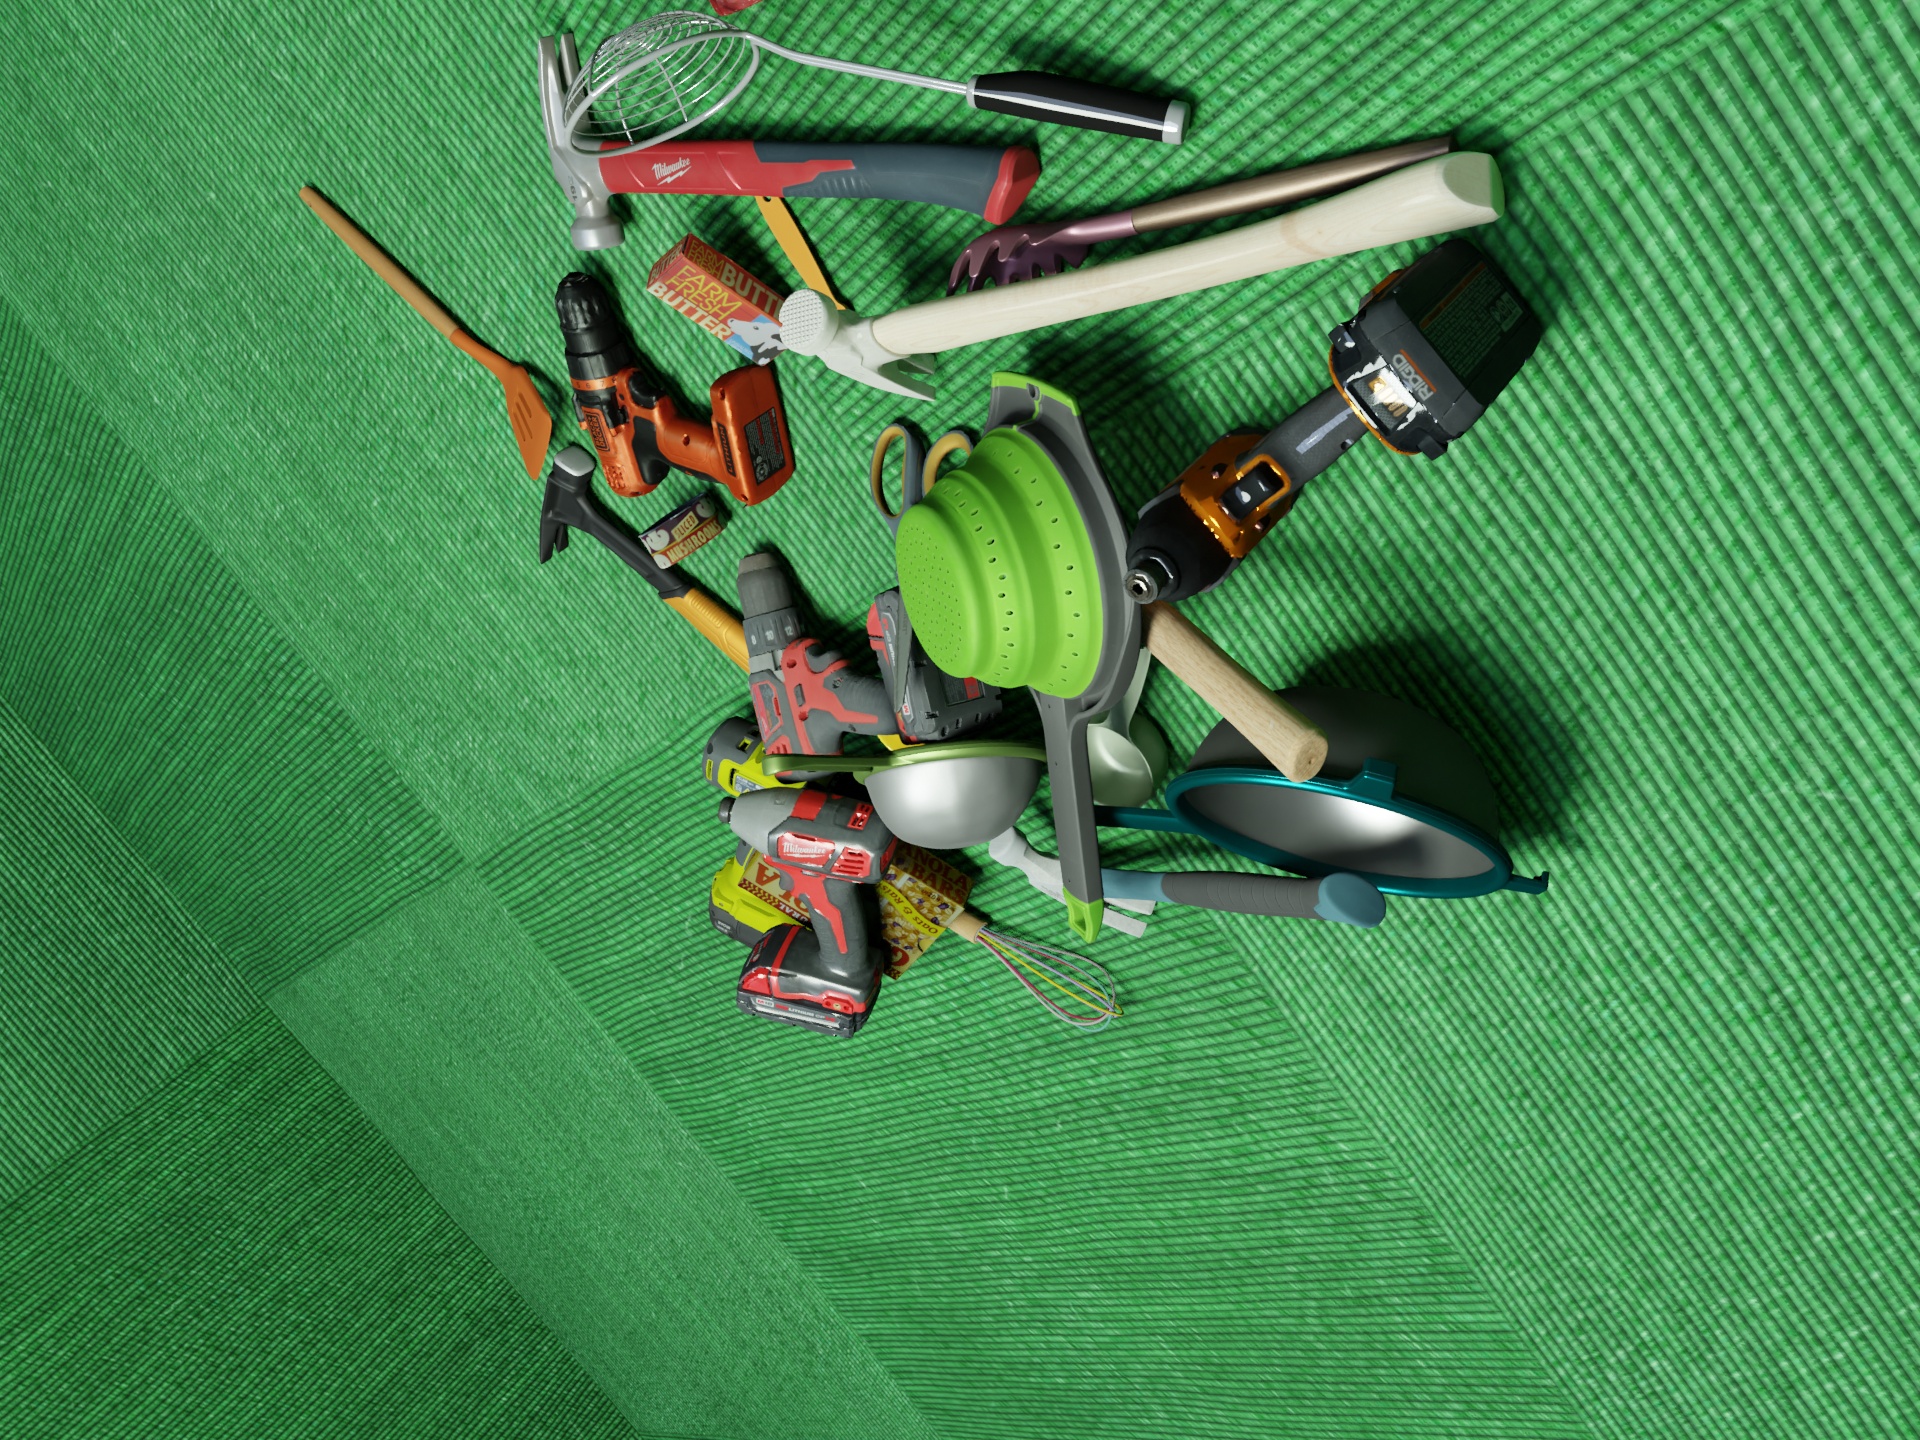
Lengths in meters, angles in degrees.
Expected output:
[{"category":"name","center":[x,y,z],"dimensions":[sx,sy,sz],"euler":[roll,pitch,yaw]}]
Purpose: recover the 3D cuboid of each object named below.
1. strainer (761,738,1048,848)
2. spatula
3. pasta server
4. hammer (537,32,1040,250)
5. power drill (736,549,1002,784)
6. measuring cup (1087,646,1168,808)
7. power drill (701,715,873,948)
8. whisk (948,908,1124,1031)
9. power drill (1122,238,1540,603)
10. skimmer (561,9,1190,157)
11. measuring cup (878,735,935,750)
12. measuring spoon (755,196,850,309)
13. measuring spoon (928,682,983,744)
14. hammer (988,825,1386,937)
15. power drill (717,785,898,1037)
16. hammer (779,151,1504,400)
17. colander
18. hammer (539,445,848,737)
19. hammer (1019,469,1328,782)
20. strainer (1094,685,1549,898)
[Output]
[{"category":"strainer","center":[-0.039,0.058,1.152],"dimensions":[0.151,0.256,0.069],"euler":[-15,77,42]},{"category":"spatula","center":[-0.448,-0.338,1.339],"dimensions":[0.322,0.041,0.081],"euler":[43,141,5]},{"category":"pasta server","center":[0.123,-0.278,0.891],"dimensions":[0.316,0.060,0.040],"euler":[0,85,38]},{"category":"hammer","center":[-0.122,-0.371,1.024],"dimensions":[0.386,0.038,0.143],"euler":[13,123,32]},{"category":"power drill","center":[-0.086,-0.054,1.217],"dimensions":[0.227,0.080,0.188],"euler":[-12,92,46]},{"category":"measuring cup","center":[0.120,-0.008,1.123],"dimensions":[0.083,0.038,0.167],"euler":[29,135,20]},{"category":"power drill","center":[-0.142,0.117,1.426],"dimensions":[0.190,0.080,0.228],"euler":[24,134,12]},{"category":"whisk","center":[0.036,0.194,1.365],"dimensions":[0.245,0.047,0.051],"euler":[28,125,27]},{"category":"power drill","center":[0.183,-0.144,0.854],"dimensions":[0.084,0.164,0.226],"euler":[49,138,-3]},{"category":"skimmer","center":[-0.054,-0.341,0.914],"dimensions":[0.363,0.127,0.090],"euler":[15,105,13]},{"category":"measuring cup","center":[-0.033,0.037,1.309],"dimensions":[0.062,0.029,0.156],"euler":[19,143,26]},{"category":"measuring spoon","center":[-0.107,-0.319,1.082],"dimensions":[0.021,0.011,0.117],"euler":[-23,102,44]},{"category":"measuring spoon","center":[-0.002,-0.004,1.219],"dimensions":[0.034,0.018,0.124],"euler":[31,123,-2]},{"category":"hammer","center":[0.159,0.118,1.121],"dimensions":[0.128,0.033,0.331],"euler":[35,160,-27]},{"category":"power drill","center":[-0.127,0.148,1.293],"dimensions":[0.143,0.079,0.219],"euler":[12,128,9]},{"category":"hammer","center":[0.099,-0.247,0.905],"dimensions":[0.411,0.146,0.038],"euler":[-5,84,33]},{"category":"colander","center":[0.032,-0.017,1.025],"dimensions":[0.205,0.094,0.396],"euler":[37,140,57]},{"category":"hammer","center":[-0.226,-0.090,1.357],"dimensions":[0.337,0.034,0.127],"euler":[38,139,9]},{"category":"hammer","center":[0.111,-0.064,0.972],"dimensions":[0.332,0.031,0.130],"euler":[49,150,45]},{"category":"strainer","center":[0.198,0.034,1.031],"dimensions":[0.210,0.095,0.340],"euler":[29,162,-37]}]
